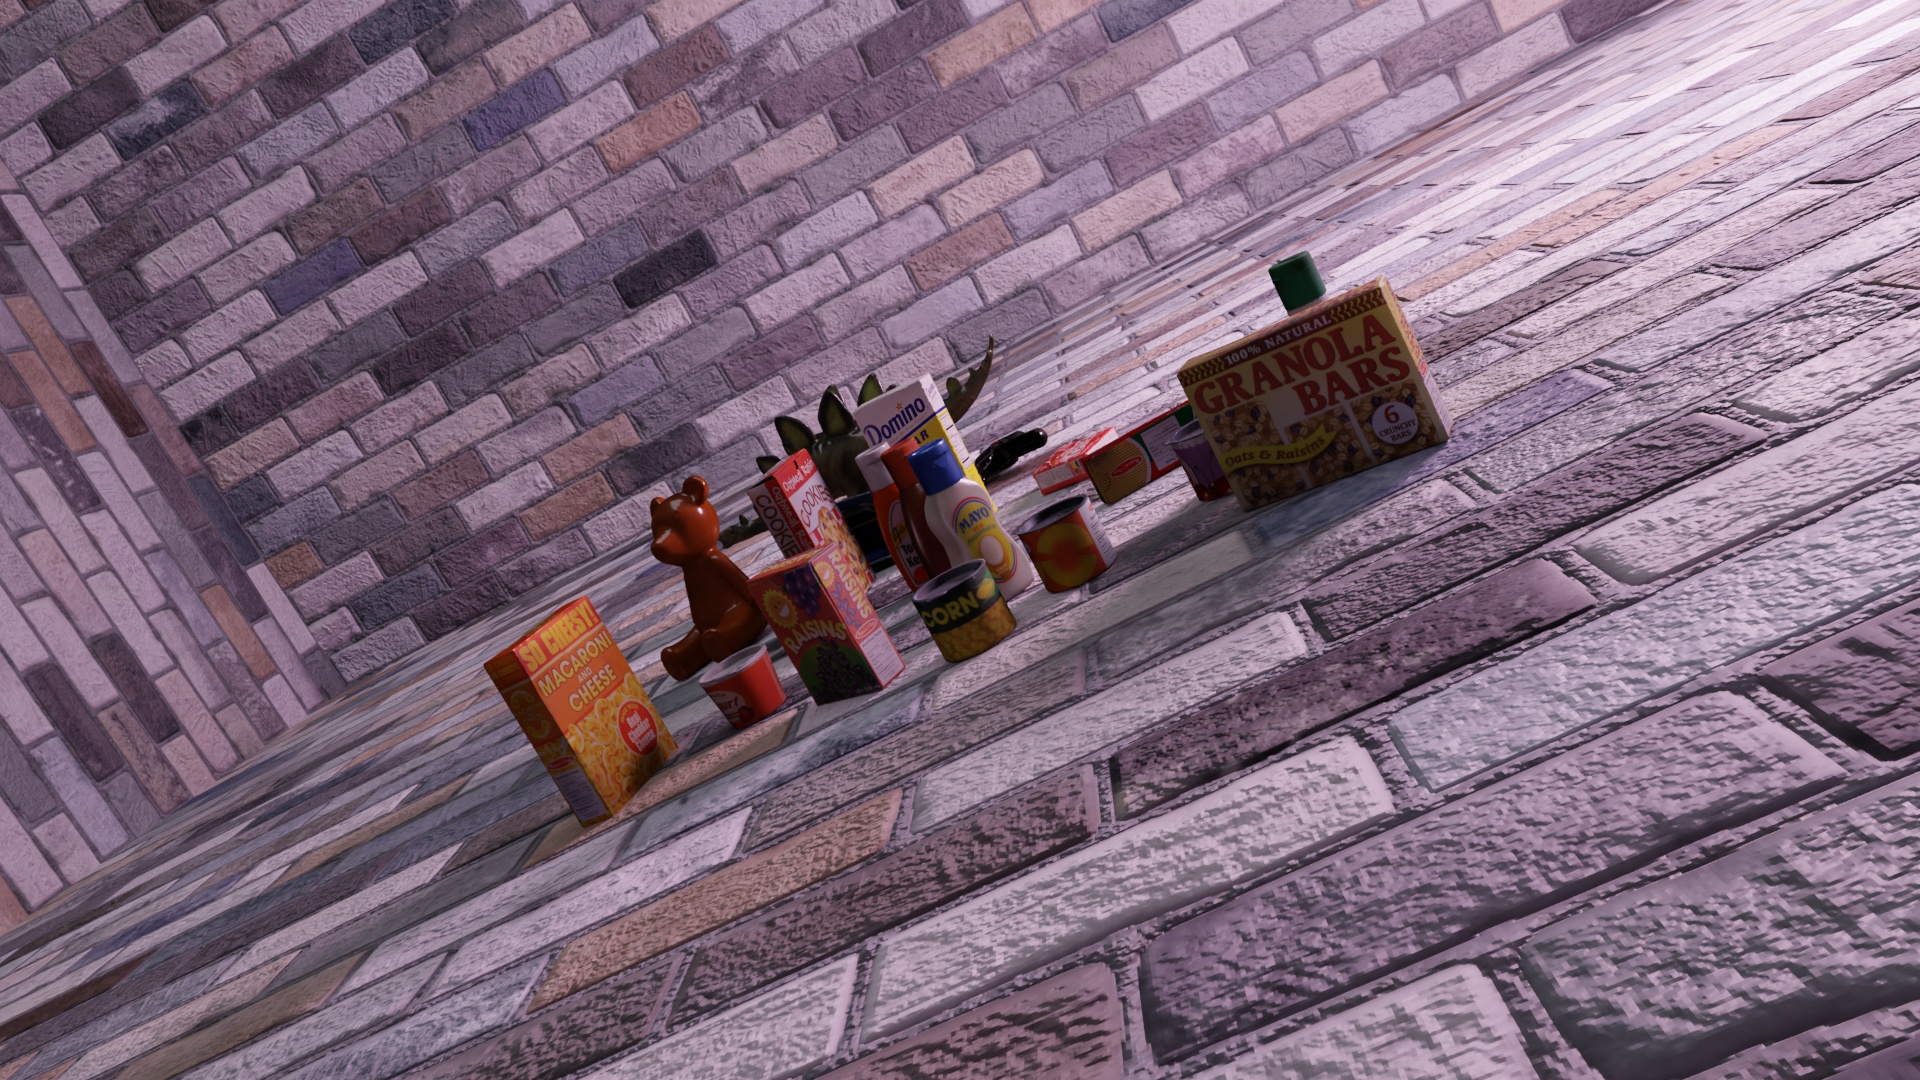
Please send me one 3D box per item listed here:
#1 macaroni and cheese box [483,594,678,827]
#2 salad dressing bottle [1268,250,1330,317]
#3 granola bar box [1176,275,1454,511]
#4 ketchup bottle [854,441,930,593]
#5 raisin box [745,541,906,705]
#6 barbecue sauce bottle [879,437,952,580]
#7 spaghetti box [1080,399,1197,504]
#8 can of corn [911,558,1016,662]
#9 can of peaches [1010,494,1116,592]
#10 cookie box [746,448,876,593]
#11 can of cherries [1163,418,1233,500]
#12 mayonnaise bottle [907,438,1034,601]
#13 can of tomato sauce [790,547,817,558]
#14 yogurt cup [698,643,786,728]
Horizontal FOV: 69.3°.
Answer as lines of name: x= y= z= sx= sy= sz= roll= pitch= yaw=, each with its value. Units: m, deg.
macaroni and cheese box: x=-0.331 y=0.148 z=1.220 sx=0.040 sy=0.166 sz=0.124 roll=-24 pitch=12 yaw=23
salad dressing bottle: x=0.302 y=-0.166 z=1.150 sx=0.044 sy=0.147 sz=0.064 roll=-32 pitch=11 yaw=-19
granola bar box: x=0.263 y=-0.107 z=1.037 sx=0.165 sy=0.124 sz=0.039 roll=-21 pitch=13 yaw=32
ketchup bottle: x=-0.054 y=-0.025 z=1.371 sx=0.065 sy=0.148 sz=0.043 roll=-28 pitch=11 yaw=2
raisin box: x=-0.112 y=0.070 z=1.150 sx=0.086 sy=0.123 sz=0.040 roll=-18 pitch=15 yaw=43
barbecue sauce bottle: x=-0.024 y=-0.023 z=1.295 sx=0.065 sy=0.148 sz=0.043 roll=-33 pitch=12 yaw=-24
spaghetti box: x=0.235 y=-0.116 z=1.339 sx=0.250 sy=0.050 sz=0.029 roll=-29 pitch=11 yaw=-6
can of corn: x=0.002 y=0.057 z=1.103 sx=0.071 sy=0.058 sz=0.071 roll=-27 pitch=11 yaw=6
can of peaches: x=0.085 y=0.004 z=1.143 sx=0.071 sy=0.058 sz=0.071 roll=-27 pitch=11 yaw=6
cookie box: x=-0.156 y=-0.006 z=1.488 sx=0.040 sy=0.167 sz=0.123 roll=-26 pitch=11 yaw=15
can of cherries: x=0.215 y=-0.073 z=1.170 sx=0.071 sy=0.058 sz=0.071 roll=-27 pitch=11 yaw=6
mayonnaise bottle: x=0.004 y=-0.015 z=1.188 sx=0.065 sy=0.148 sz=0.041 roll=-33 pitch=12 yaw=-24
can of tomato sauce: x=-0.152 y=0.059 z=1.403 sx=0.071 sy=0.083 sz=0.071 roll=-27 pitch=11 yaw=6
yogurt cup: x=-0.193 y=0.132 z=1.248 sx=0.072 sy=0.054 sz=0.072 roll=-27 pitch=11 yaw=6
